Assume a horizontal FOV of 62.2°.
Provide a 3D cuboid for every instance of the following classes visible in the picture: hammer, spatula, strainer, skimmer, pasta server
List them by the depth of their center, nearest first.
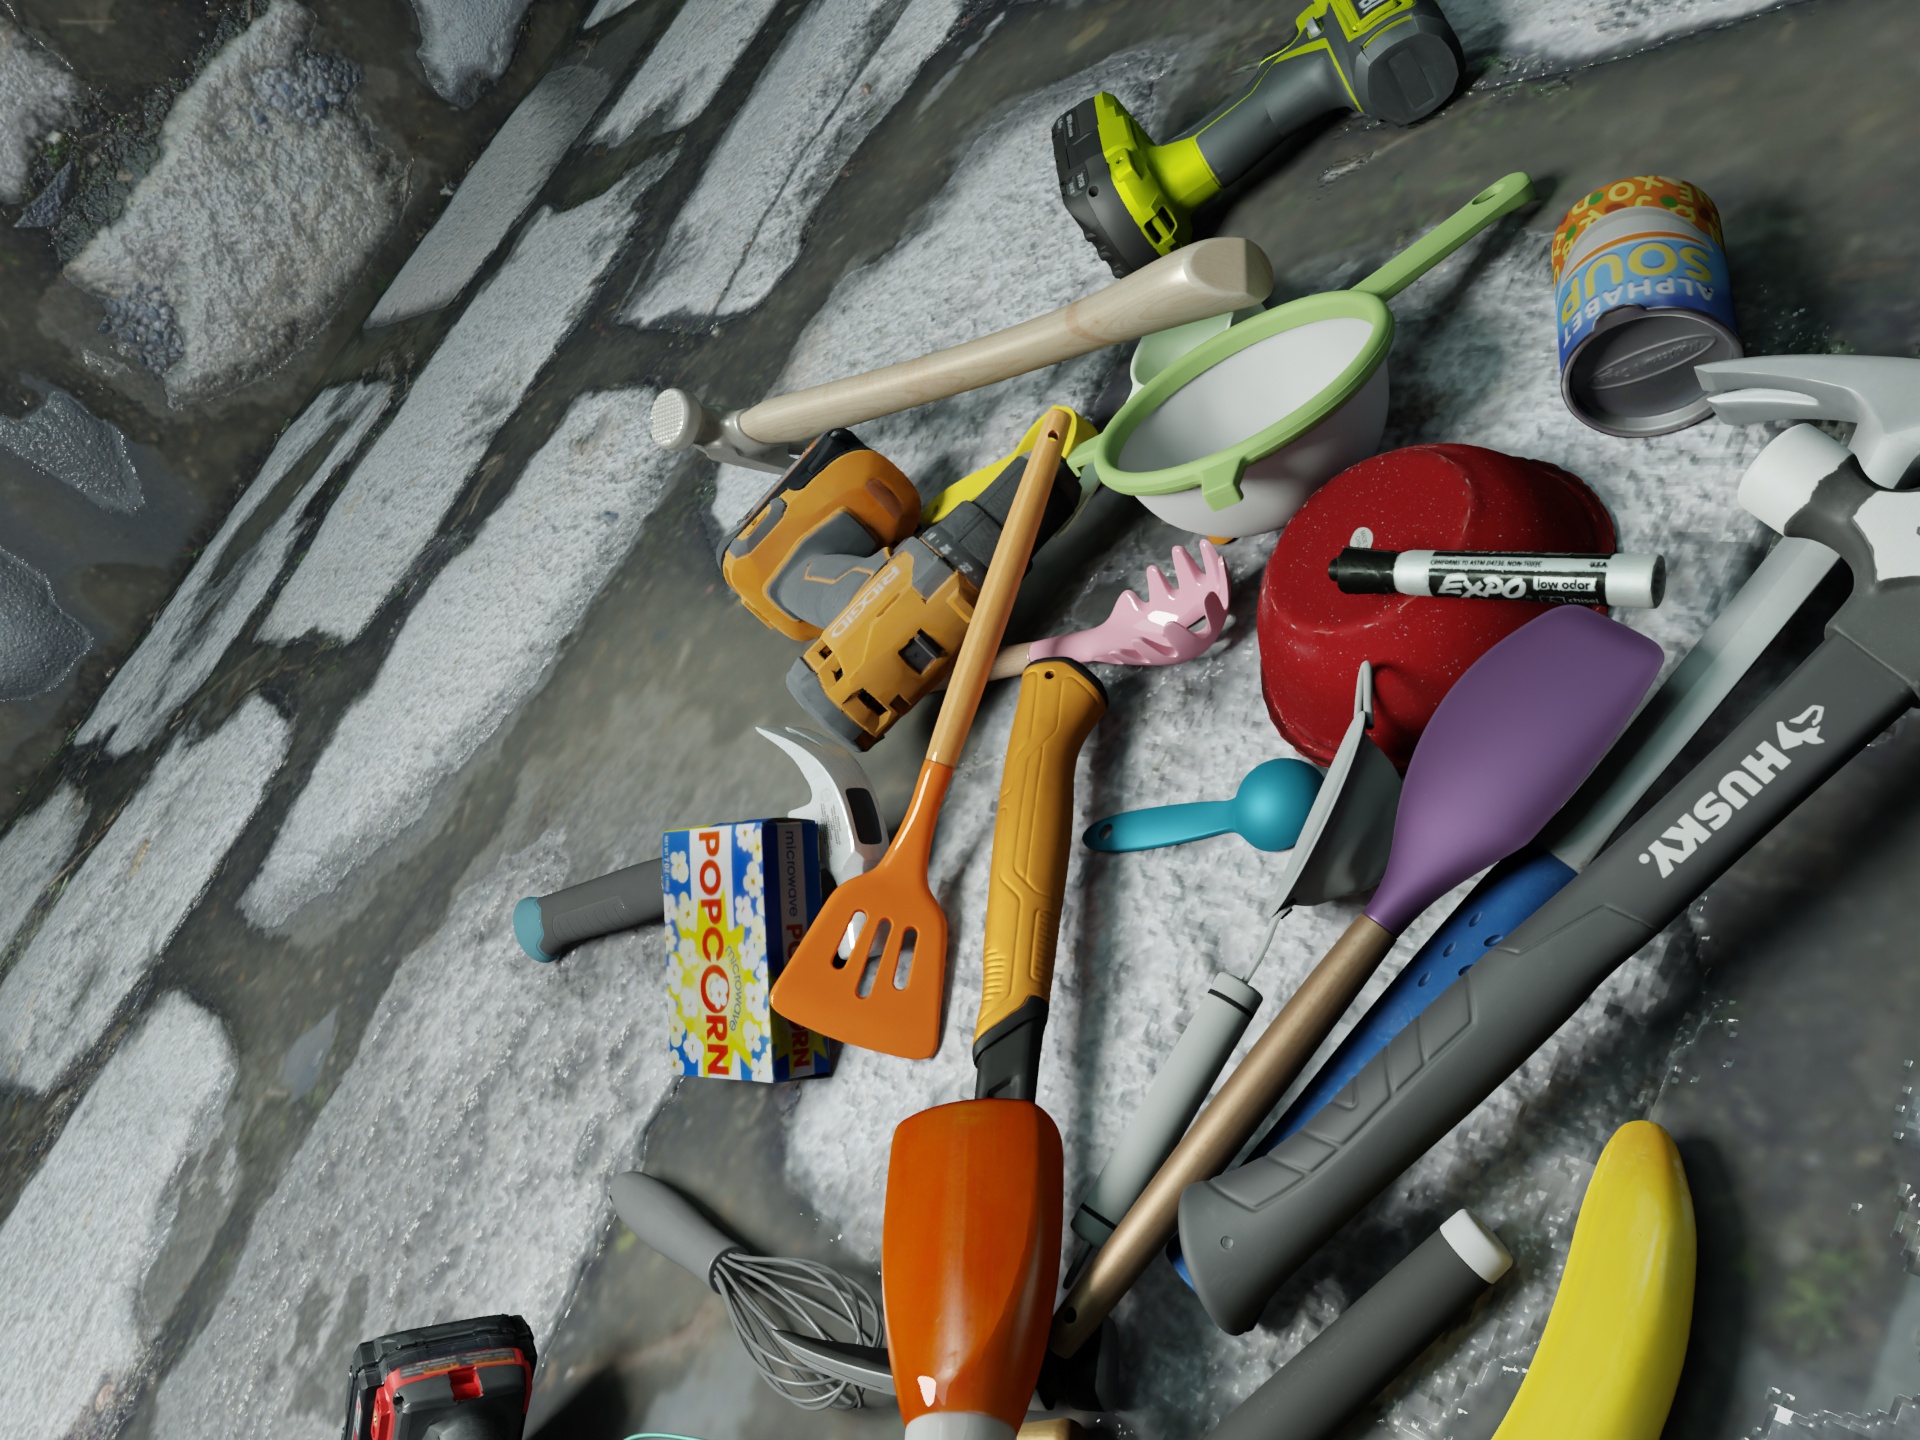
[{"bbox_3d":[0.196,0.071,0.492,0.335,0.035,0.146,-46,59,8],"label":"hammer"},{"bbox_3d":[0.021,0.274,0.506,0.363,0.090,0.127,-45,35,8],"label":"skimmer"},{"bbox_3d":[0.127,0.090,0.549,0.316,0.018,0.060,-53,48,0],"label":"spatula"},{"bbox_3d":[0.210,0.038,0.553,0.405,0.035,0.144,-51,38,1],"label":"hammer"},{"bbox_3d":[0.107,0.096,0.588,0.050,0.086,0.258,31,80,11],"label":"strainer"},{"bbox_3d":[0.016,0.110,0.672,0.127,0.034,0.337,-2,52,16],"label":"hammer"},{"bbox_3d":[0.184,-0.164,0.755,0.256,0.069,0.152,-38,25,-9],"label":"strainer"},{"bbox_3d":[-0.001,-0.002,0.763,0.041,0.081,0.323,106,-178,-83],"label":"spatula"},{"bbox_3d":[0.017,-0.035,0.835,0.316,0.040,0.060,-9,45,45],"label":"pasta server"},{"bbox_3d":[-0.158,0.092,0.895,0.331,0.033,0.128,-20,74,43],"label":"hammer"},{"bbox_3d":[0.001,-0.200,0.920,0.411,0.146,0.038,-6,82,42],"label":"hammer"}]

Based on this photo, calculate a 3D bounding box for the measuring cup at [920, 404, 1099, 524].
[{"bbox_3d":[0.028,-0.136,0.932,0.156,0.029,0.062,-18,51,55],"label":"measuring cup"}]

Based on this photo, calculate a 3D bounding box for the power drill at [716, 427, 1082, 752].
[{"bbox_3d":[-0.038,-0.096,0.888,0.185,0.084,0.226,-46,31,2],"label":"power drill"}]

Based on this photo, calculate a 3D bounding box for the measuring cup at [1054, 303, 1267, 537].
[{"bbox_3d":[0.106,-0.159,0.844,0.167,0.038,0.083,-57,27,-2],"label":"measuring cup"}]

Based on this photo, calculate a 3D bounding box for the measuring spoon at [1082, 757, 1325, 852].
[{"bbox_3d":[0.098,0.039,0.690,0.128,0.021,0.042,-14,50,42],"label":"measuring spoon"}]

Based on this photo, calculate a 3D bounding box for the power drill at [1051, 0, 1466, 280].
[{"bbox_3d":[0.168,-0.365,0.932,0.223,0.080,0.171,-28,42,24],"label":"power drill"}]

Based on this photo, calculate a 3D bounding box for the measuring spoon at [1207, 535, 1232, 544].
[{"bbox_3d":[0.140,-0.137,0.810,0.021,0.011,0.117,-14,48,40],"label":"measuring spoon"}]

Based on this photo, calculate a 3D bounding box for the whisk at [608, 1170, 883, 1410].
[{"bbox_3d":[-0.107,0.245,0.716,0.239,0.055,0.055,7,64,55],"label":"whisk"}]

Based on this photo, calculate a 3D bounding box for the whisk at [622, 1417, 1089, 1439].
[{"bbox_3d":[-0.055,0.295,0.621,0.245,0.047,0.051,-23,56,28],"label":"whisk"}]

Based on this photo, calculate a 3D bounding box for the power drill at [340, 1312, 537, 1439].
[{"bbox_3d":[-0.199,0.370,0.657,0.220,0.078,0.143,43,126,51],"label":"power drill"}]
